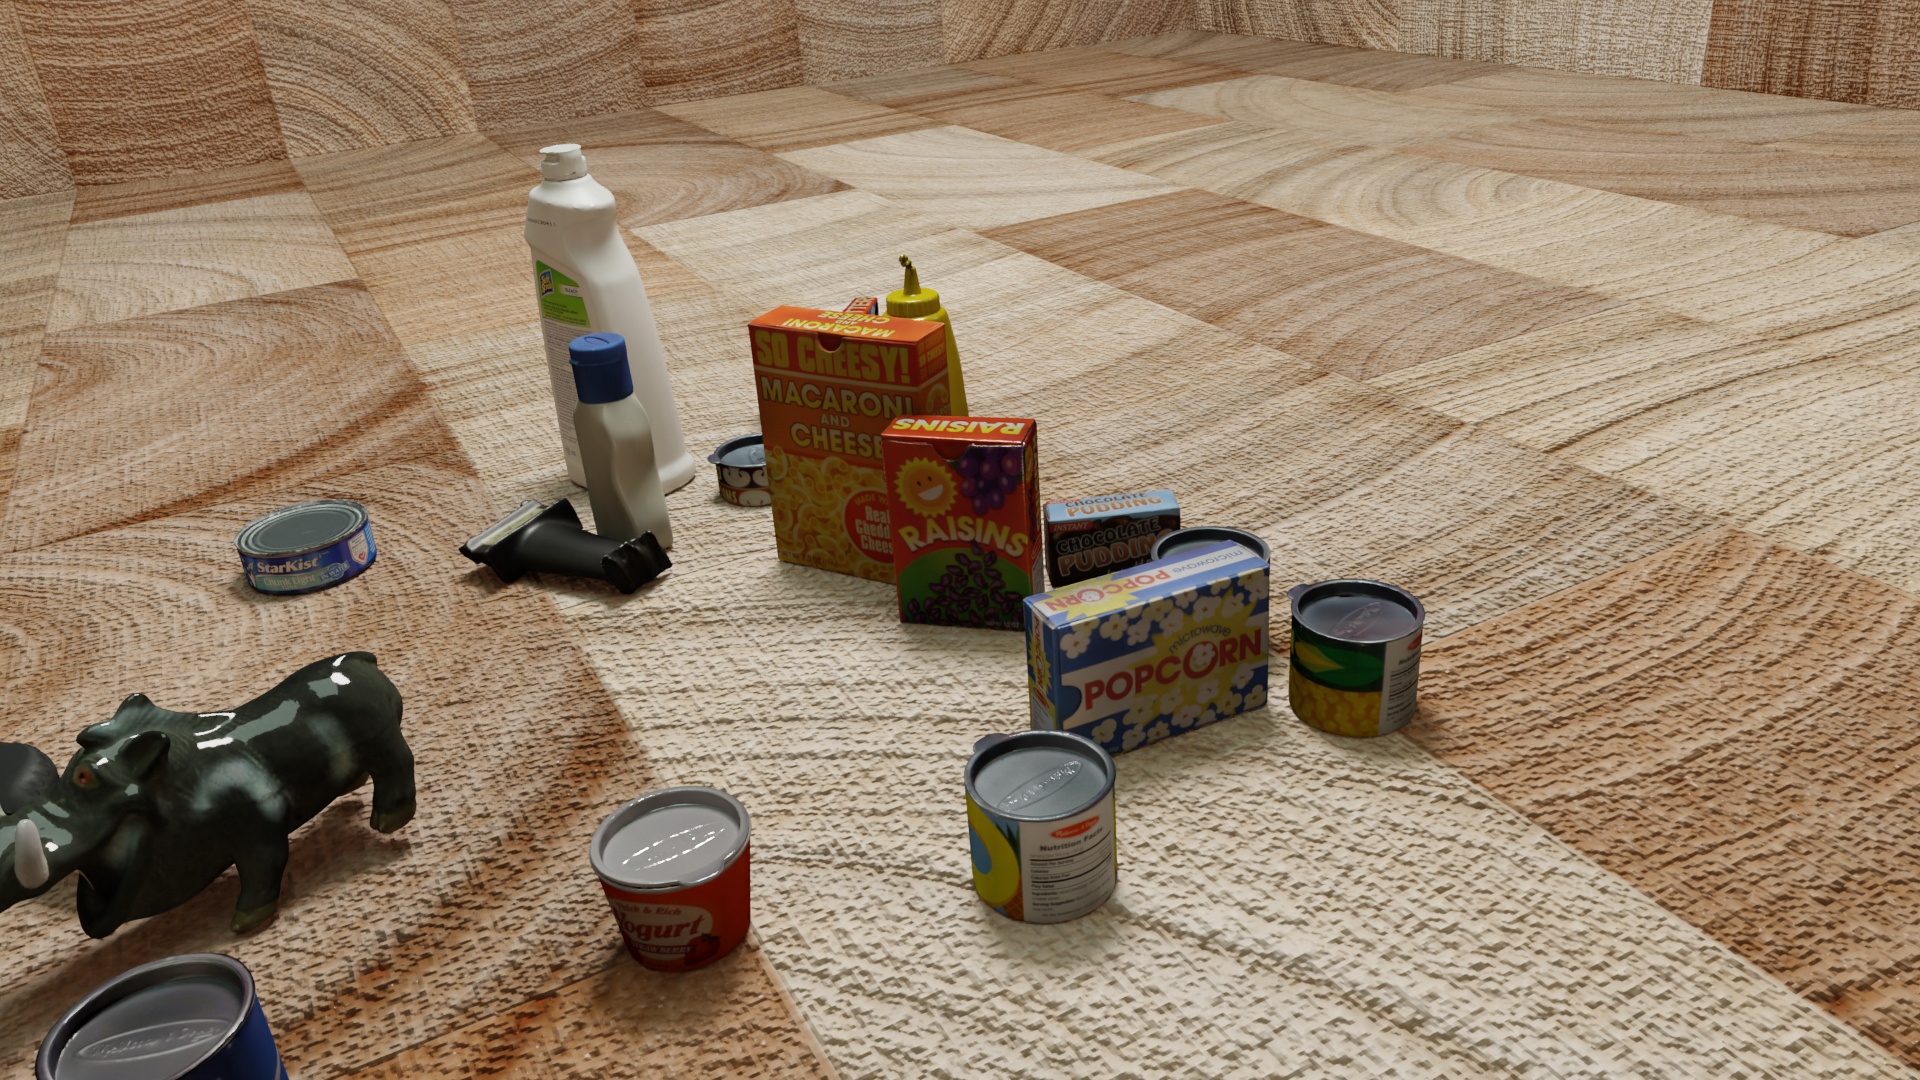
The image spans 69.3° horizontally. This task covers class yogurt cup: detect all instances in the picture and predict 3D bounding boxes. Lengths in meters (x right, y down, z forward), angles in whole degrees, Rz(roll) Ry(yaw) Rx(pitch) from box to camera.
[{"bbox_3d":[-0.121,0.147,0.598,0.072,0.053,0.073,-3,26,2],"label":"yogurt cup"}]

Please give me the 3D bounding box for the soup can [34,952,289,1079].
[{"bbox_3d":[-0.269,0.199,0.480,0.071,0.083,0.071,-3,26,2],"label":"soup can"}]

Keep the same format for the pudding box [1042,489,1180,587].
[{"bbox_3d":[0.095,-0.002,0.870,0.084,0.049,0.030,-5,26,-2],"label":"pudding box"}]

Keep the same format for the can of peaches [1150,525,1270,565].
[{"bbox_3d":[0.142,0.033,0.784,0.071,0.057,0.071,-3,26,2],"label":"can of peaches"}]

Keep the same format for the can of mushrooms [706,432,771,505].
[{"bbox_3d":[-0.150,-0.053,1.027,0.071,0.033,0.071,-3,26,2],"label":"can of mushrooms"}]

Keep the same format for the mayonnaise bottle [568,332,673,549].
[{"bbox_3d":[-0.230,-0.064,0.932,0.041,0.147,0.065,-26,33,-37],"label":"mayonnaise bottle"}]

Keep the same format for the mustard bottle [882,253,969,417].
[{"bbox_3d":[-0.030,-0.135,1.033,0.065,0.159,0.049,14,32,33],"label":"mustard bottle"}]

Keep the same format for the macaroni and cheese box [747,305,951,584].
[{"bbox_3d":[-0.065,-0.058,0.875,0.124,0.165,0.040,10,30,27],"label":"macaroni and cheese box"}]

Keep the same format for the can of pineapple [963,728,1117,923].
[{"bbox_3d":[0.036,0.125,0.615,0.071,0.057,0.071,-3,26,2],"label":"can of pineapple"}]

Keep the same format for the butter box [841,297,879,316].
[{"bbox_3d":[-0.097,-0.179,1.252,0.024,0.053,0.104,2,27,13],"label":"butter box"}]

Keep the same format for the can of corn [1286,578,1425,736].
[{"bbox_3d":[0.202,0.059,0.721,0.071,0.058,0.071,-3,26,2],"label":"can of corn"}]

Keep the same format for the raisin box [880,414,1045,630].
[{"bbox_3d":[0.003,-0.010,0.817,0.086,0.122,0.040,4,27,16],"label":"raisin box"}]

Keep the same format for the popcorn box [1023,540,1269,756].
[{"bbox_3d":[0.097,0.057,0.710,0.127,0.084,0.038,-15,28,-20],"label":"popcorn box"}]
